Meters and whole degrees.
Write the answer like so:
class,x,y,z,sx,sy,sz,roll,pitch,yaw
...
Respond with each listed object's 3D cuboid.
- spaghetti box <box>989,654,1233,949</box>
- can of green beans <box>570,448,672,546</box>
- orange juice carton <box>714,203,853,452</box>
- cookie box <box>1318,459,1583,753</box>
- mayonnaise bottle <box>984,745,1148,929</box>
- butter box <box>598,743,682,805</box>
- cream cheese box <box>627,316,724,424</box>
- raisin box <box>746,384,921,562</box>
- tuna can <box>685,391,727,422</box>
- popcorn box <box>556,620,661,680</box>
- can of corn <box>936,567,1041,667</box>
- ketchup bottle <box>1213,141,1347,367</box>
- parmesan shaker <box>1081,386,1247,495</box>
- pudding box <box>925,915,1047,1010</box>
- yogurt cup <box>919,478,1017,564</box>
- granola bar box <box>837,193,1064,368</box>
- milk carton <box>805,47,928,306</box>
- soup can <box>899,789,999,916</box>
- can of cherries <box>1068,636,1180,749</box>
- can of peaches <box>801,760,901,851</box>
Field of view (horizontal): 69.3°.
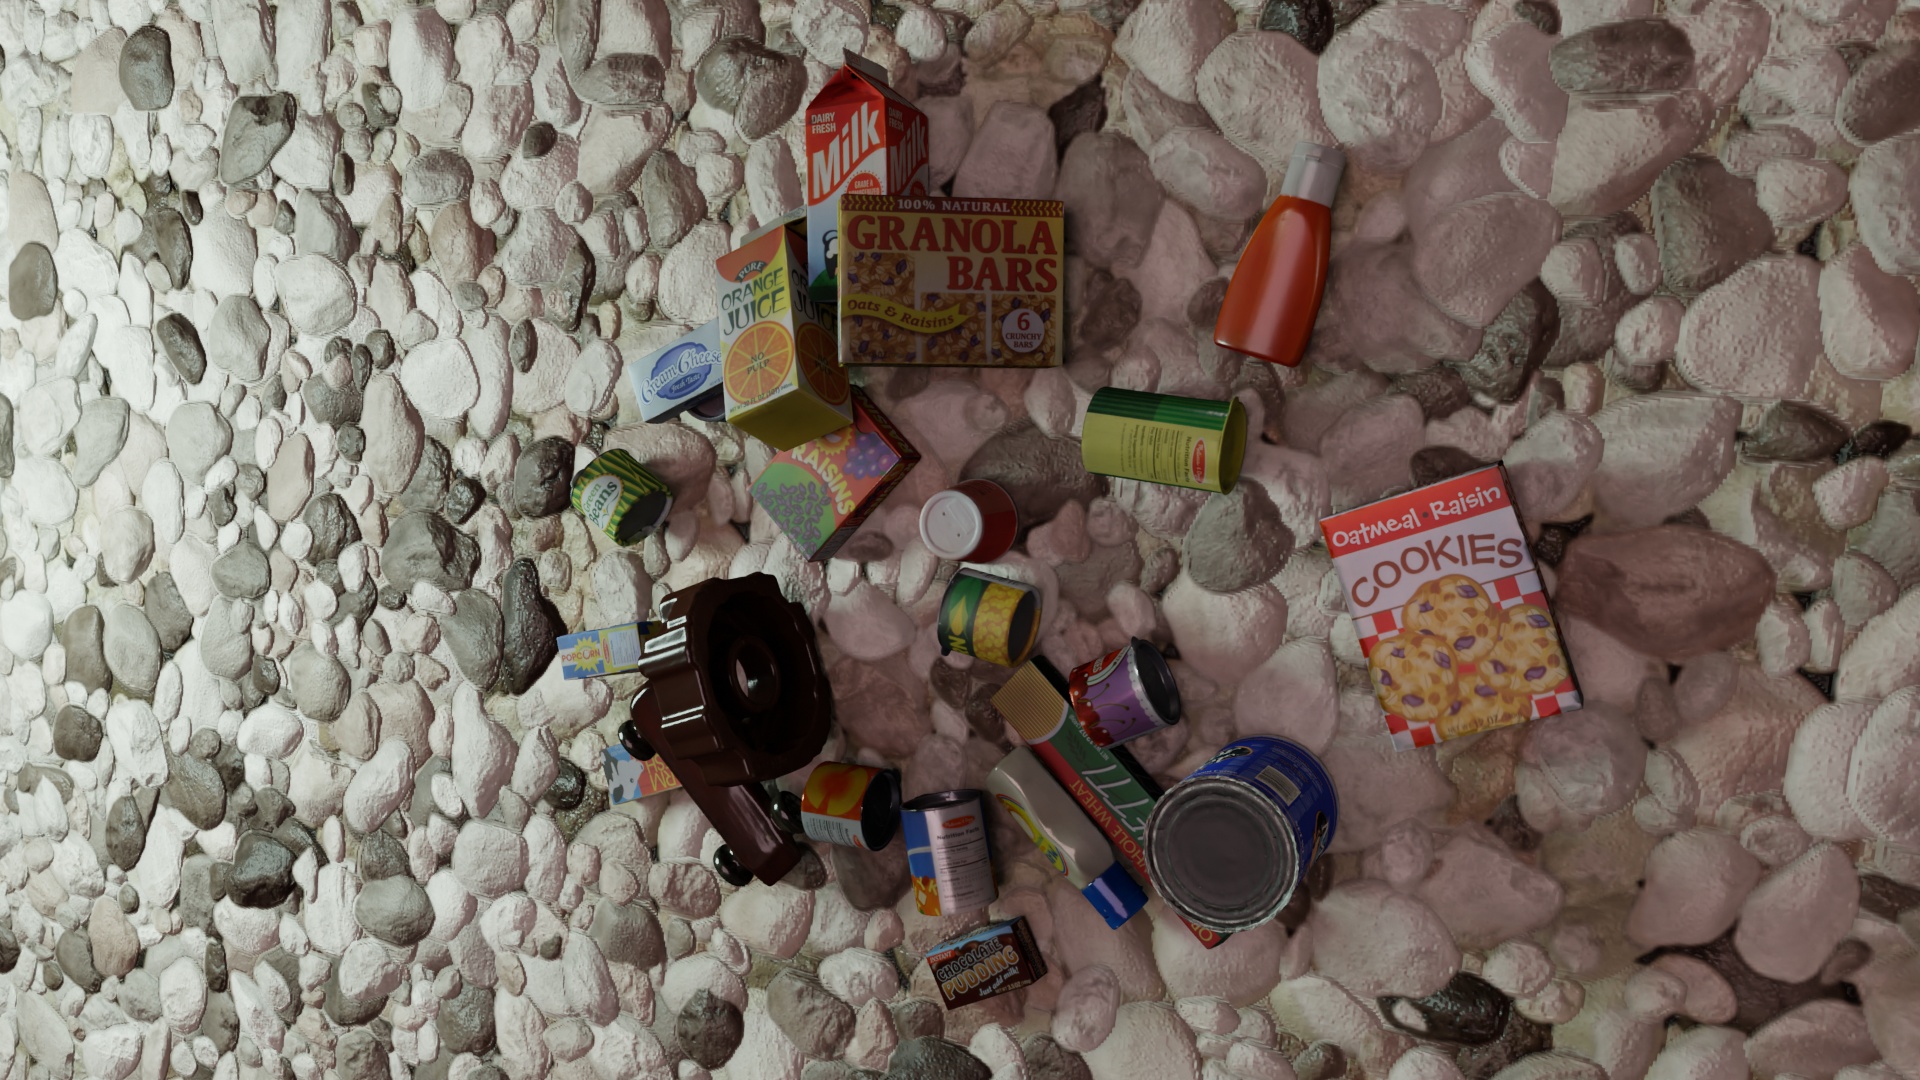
class,x,y,z,sx,sy,sz,roll,pitch,yaw
spaghetti box,0.122,0.194,1.043,0.250,0.029,0.050,48,112,15
can of green beans,-0.293,-0.037,1.205,0.058,0.071,0.071,39,108,18
orange juice carton,-0.143,-0.177,1.105,0.071,0.073,0.193,-20,63,26
cookie box,0.328,0.044,0.932,0.122,0.040,0.167,-19,86,25
mayonnaise bottle,0.080,0.224,1.048,0.041,0.064,0.148,-36,76,-20
butter box,-0.269,0.197,1.230,0.103,0.024,0.053,-19,85,25
cream cheese box,-0.226,-0.141,1.152,0.103,0.024,0.053,-23,81,25
raisin box,-0.104,-0.055,1.130,0.123,0.040,0.086,-46,73,19
tuna can,-0.206,-0.132,1.177,0.071,0.033,0.071,2,94,25
popcorn box,-0.261,0.089,1.163,0.085,0.127,0.038,-10,85,25
can of corn,0.022,0.061,1.061,0.058,0.071,0.071,14,99,23
ketchup bottle,0.227,-0.198,0.963,0.065,0.043,0.148,21,101,22
parmesan shaker,0.146,-0.075,0.995,0.103,0.071,0.071,11,98,25
pudding box,0.020,0.334,1.098,0.083,0.030,0.049,-26,81,24
yogurt cup,0.004,-0.013,1.073,0.072,0.054,0.072,2,94,24
granola bar box,-0.008,-0.190,1.030,0.166,0.039,0.124,0,93,-10
milk carton,-0.072,-0.280,1.084,0.073,0.072,0.190,1,93,26
soup can,-0.009,0.243,1.089,0.071,0.071,0.083,-10,90,25
can of cherries,0.119,0.111,1.019,0.058,0.071,0.071,-26,82,26
can of peaches,-0.087,0.212,1.124,0.058,0.071,0.071,2,94,26
